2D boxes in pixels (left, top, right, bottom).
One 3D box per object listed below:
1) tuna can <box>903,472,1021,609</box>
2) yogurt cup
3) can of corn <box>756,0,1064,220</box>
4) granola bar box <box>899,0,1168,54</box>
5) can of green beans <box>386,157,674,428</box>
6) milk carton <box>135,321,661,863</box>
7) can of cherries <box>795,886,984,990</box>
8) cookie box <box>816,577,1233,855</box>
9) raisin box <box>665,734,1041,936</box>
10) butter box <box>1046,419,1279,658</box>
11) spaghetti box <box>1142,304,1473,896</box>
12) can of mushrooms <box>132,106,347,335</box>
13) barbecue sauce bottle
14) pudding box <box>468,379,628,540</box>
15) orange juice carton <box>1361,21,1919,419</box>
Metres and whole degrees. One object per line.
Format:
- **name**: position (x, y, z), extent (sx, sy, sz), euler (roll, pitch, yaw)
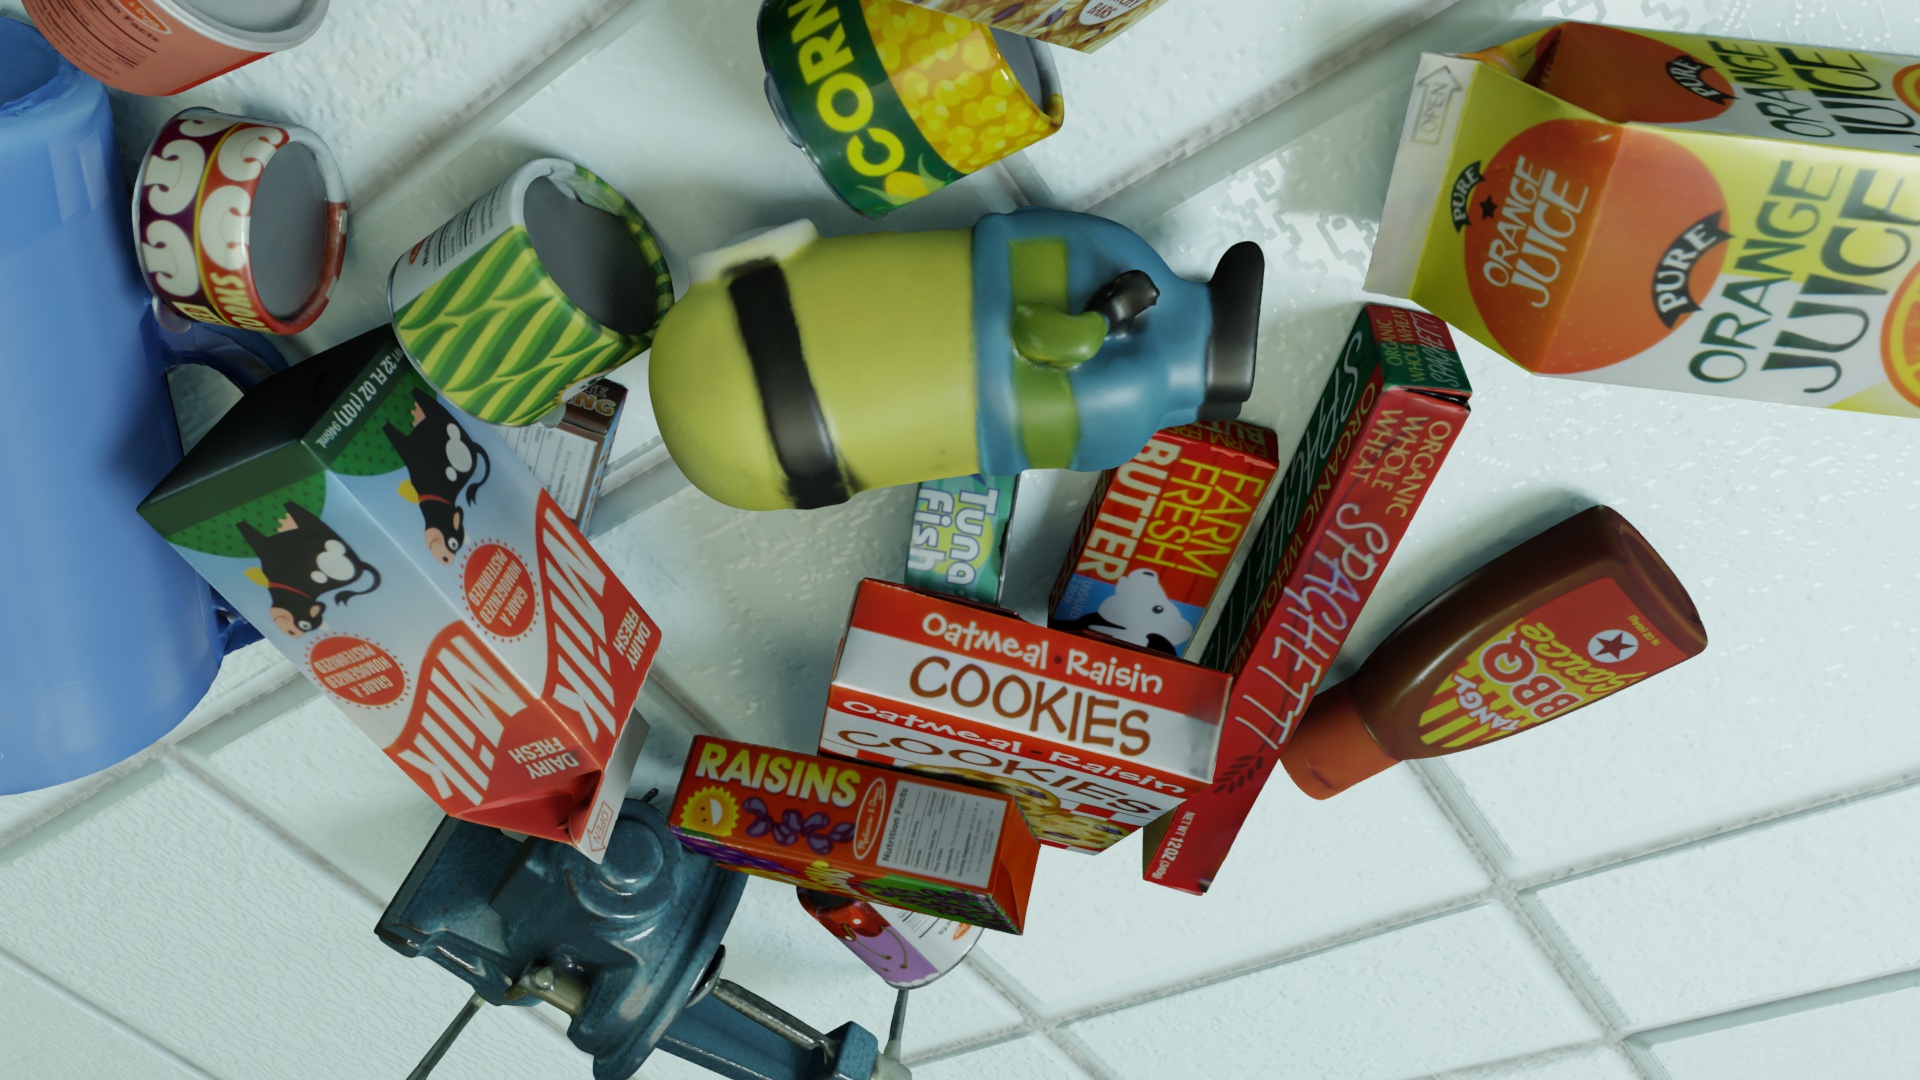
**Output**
- **tuna can**: position (0.002, -0.006, 0.468), extent (0.033, 0.071, 0.070), euler (9, 130, 2)
- **yogurt cup**: position (-0.220, -0.159, 0.384), extent (0.054, 0.073, 0.072), euler (-15, 125, 30)
- **can of corn**: position (-0.013, -0.128, 0.372), extent (0.058, 0.071, 0.071), euler (-21, 123, 22)
- **granola bar box**: position (0.041, -0.157, 0.282), extent (0.124, 0.166, 0.039), euler (-28, 90, 27)
- **can of green beans**: position (-0.133, -0.077, 0.435), extent (0.057, 0.071, 0.071), euler (-26, 121, 26)
- **milk carton**: position (-0.171, 0.028, 0.480), extent (0.073, 0.073, 0.190), euler (-18, 124, 22)
- **can of cherries**: position (-0.031, 0.151, 0.604), extent (0.071, 0.072, 0.058), euler (-27, 120, 27)
- **cookie box**: position (0.012, 0.070, 0.504), extent (0.123, 0.040, 0.166), euler (14, 158, -3)
- **raisin box**: position (-0.037, 0.113, 0.525), extent (0.123, 0.040, 0.086), euler (9, 158, 14)
- **butter box**: position (0.070, -0.001, 0.492), extent (0.053, 0.024, 0.103), euler (15, 130, -4)
- **spaghetti box**: position (0.113, 0.033, 0.496), extent (0.029, 0.050, 0.248), euler (13, 129, -3)
- **can of mushrooms**: position (-0.221, -0.096, 0.430), extent (0.033, 0.071, 0.070), euler (9, 130, -1)
- **barbecue sauce bottle**: position (0.183, 0.048, 0.502), extent (0.065, 0.044, 0.148), euler (39, 124, -23)
- **pudding box**: position (-0.156, -0.025, 0.503), extent (0.050, 0.030, 0.083), euler (20, 129, -9)
- **orange juice carton**: position (0.211, -0.086, 0.370), extent (0.193, 0.073, 0.071), euler (7, 130, 3)
